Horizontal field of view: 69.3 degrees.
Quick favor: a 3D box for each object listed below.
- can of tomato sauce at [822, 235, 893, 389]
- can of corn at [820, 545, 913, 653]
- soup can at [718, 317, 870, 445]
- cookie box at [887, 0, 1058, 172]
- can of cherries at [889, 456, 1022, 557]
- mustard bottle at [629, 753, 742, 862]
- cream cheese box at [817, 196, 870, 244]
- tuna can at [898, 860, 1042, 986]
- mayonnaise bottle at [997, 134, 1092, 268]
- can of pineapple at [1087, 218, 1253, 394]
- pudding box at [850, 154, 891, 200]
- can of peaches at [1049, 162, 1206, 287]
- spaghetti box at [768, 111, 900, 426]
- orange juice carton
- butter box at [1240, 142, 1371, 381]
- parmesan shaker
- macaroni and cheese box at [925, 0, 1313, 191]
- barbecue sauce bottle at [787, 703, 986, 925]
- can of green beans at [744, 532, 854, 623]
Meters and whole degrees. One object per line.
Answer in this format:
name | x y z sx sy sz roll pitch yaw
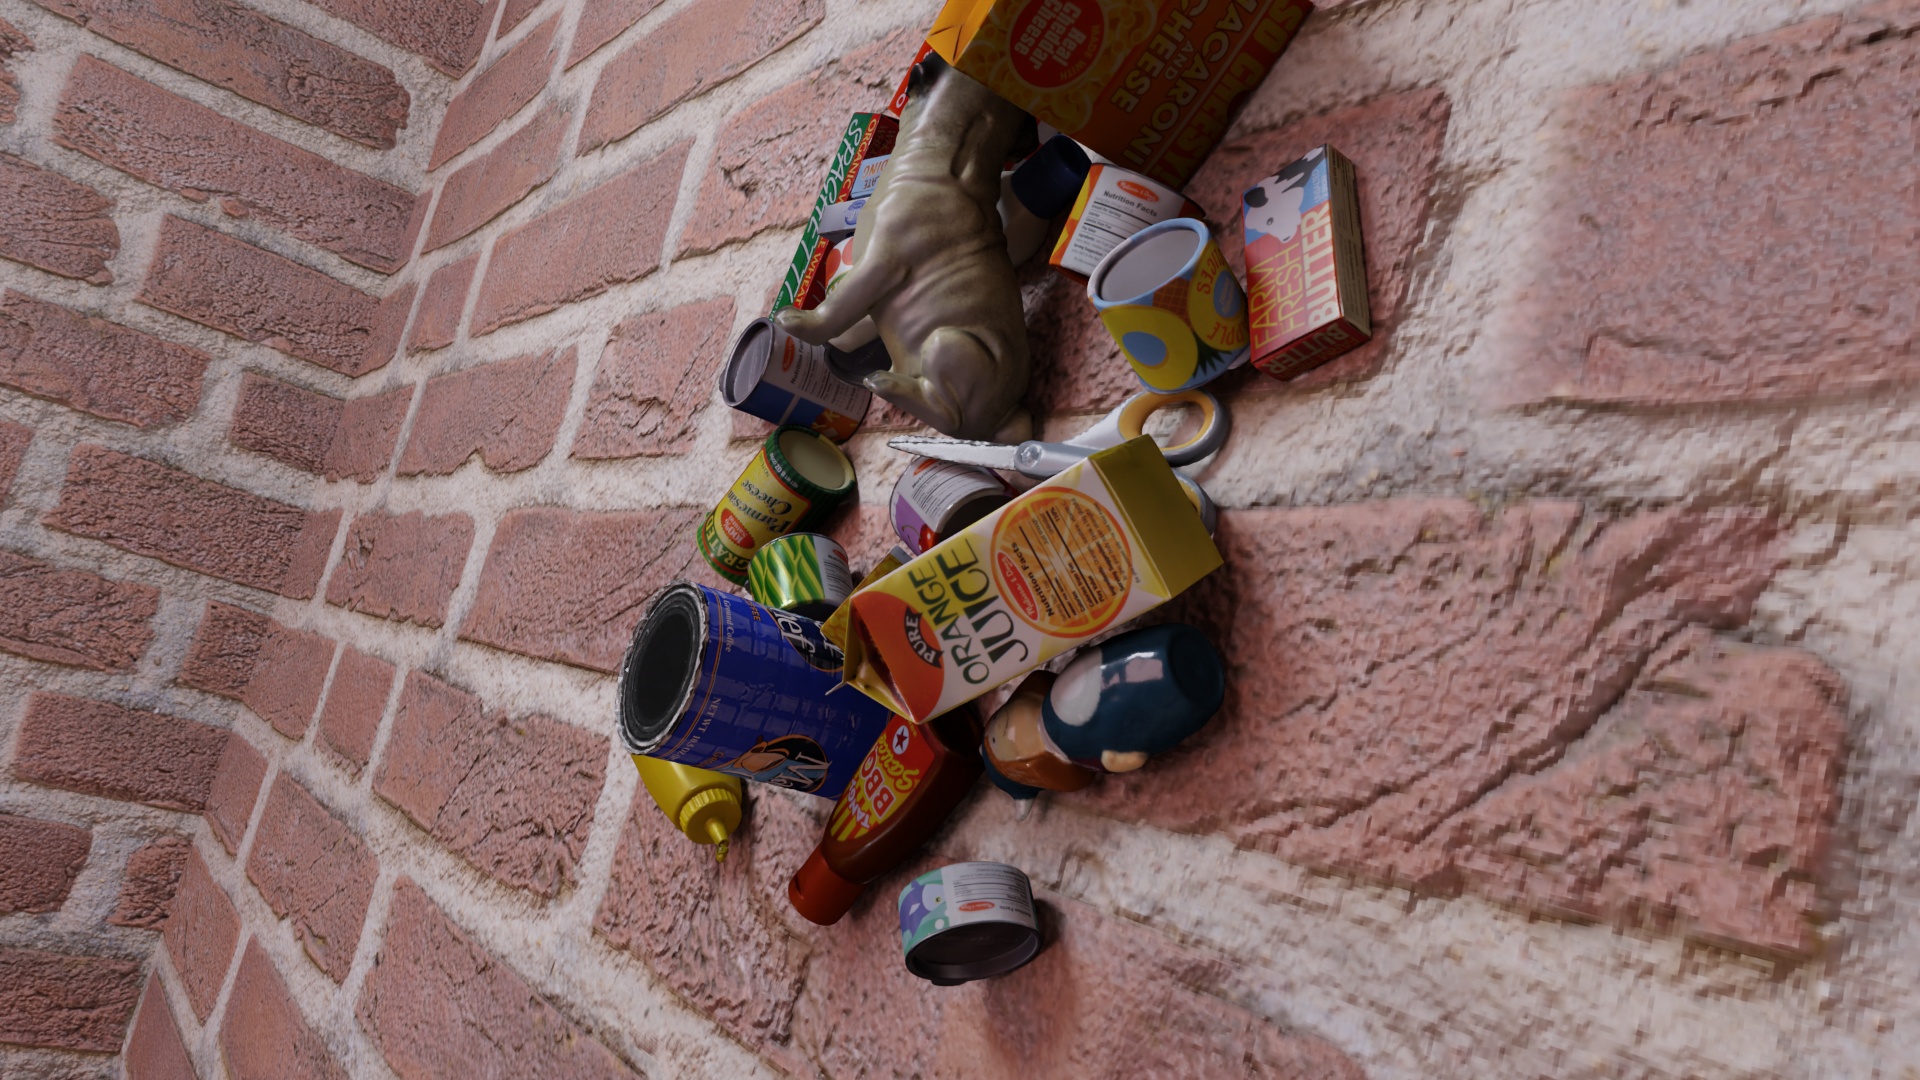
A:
can of tomato sauce | -0.060 -0.155 0.934 0.071 0.071 0.083 -34 46 40
can of corn | -0.038 0.047 0.776 0.071 0.058 0.071 -48 2 3
soup can | -0.116 -0.109 0.974 0.071 0.084 0.071 -31 49 43
cookie box | 0.023 -0.313 0.932 0.122 0.040 0.168 -57 36 17
can of cherries | 0.003 -0.010 0.776 0.071 0.071 0.058 -61 35 11
mustard bottle | -0.181 0.158 0.943 0.161 0.065 0.048 50 120 46
cream cheese box | -0.052 -0.218 0.971 0.104 0.053 0.024 11 84 56
tuna can | 0.003 0.184 0.667 0.070 0.071 0.033 -43 41 33
mayonnaise bottle | 0.021 -0.193 0.869 0.147 0.041 0.065 -36 53 37
can of pineapple | 0.104 -0.114 0.674 0.071 0.057 0.071 -26 34 19
pudding box | -0.034 -0.244 0.964 0.083 0.049 0.030 11 80 56
can of peaches | 0.088 -0.159 0.736 0.071 0.071 0.058 32 100 56
spaghetti box | -0.107 -0.210 1.066 0.050 0.028 0.249 28 95 55
orange juice carton | 0.019 0.028 0.666 0.192 0.072 0.073 -31 86 32
butter box | 0.161 -0.131 0.653 0.053 0.024 0.104 -26 53 45
parmesan shaker | -0.130 -0.026 0.961 0.102 0.071 0.071 -48 39 29
macaroni and cheese box | 0.084 -0.262 0.704 0.123 0.166 0.040 -54 43 22
barbecue sauce bottle | -0.043 0.151 0.768 0.148 0.043 0.065 -54 35 22
can of green beans | -0.100 0.038 0.888 0.071 0.071 0.058 -47 40 30
